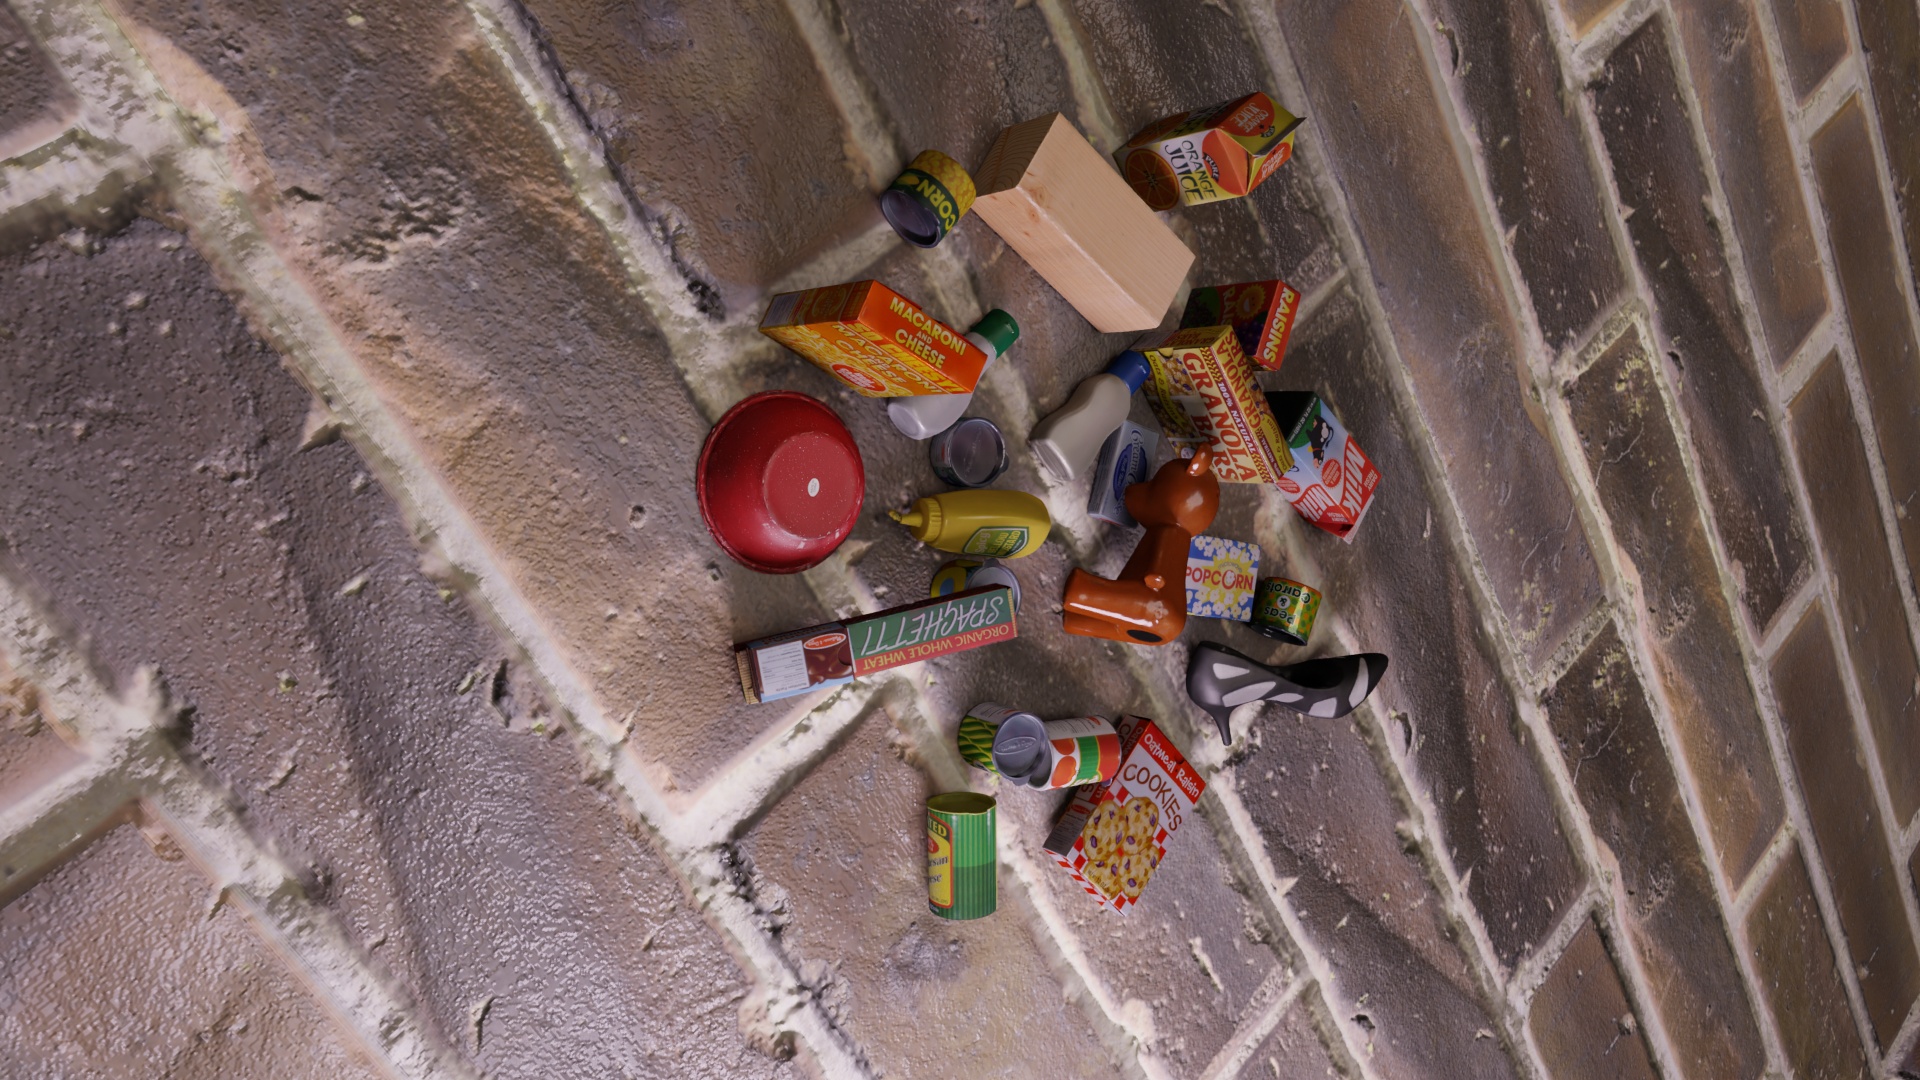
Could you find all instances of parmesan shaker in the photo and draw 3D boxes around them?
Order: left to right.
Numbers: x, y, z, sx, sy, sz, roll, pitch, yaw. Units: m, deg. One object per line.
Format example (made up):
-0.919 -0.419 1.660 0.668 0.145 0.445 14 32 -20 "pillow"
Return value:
0.003 0.295 1.297 0.071 0.071 0.103 -5 97 -34 "parmesan shaker"

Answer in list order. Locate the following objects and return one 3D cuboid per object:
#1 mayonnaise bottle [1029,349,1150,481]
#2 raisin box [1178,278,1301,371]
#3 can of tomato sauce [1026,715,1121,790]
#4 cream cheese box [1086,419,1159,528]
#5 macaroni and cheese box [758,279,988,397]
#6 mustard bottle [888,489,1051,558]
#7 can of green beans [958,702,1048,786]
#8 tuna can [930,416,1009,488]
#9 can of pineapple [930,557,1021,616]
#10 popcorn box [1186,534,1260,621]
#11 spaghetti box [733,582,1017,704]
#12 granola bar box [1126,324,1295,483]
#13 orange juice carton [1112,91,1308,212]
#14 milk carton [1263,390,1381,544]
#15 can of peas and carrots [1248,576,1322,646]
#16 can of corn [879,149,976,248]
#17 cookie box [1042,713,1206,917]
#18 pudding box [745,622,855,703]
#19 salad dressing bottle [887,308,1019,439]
0.132 -0.128 1.373 0.149 0.041 0.064 -49 119 -23 "mayonnaise bottle"
0.280 -0.216 1.417 0.040 0.123 0.086 25 80 -33 "raisin box"
0.105 0.210 1.364 0.083 0.071 0.071 -1 95 -34 "can of tomato sauce"
0.165 -0.068 1.409 0.053 0.024 0.104 18 83 -36 "cream cheese box"
-0.074 -0.165 1.150 0.123 0.166 0.040 29 77 -33 "macaroni and cheese box"
0.005 -0.016 1.280 0.160 0.065 0.049 2 49 -31 "mustard bottle"
0.040 0.191 1.323 0.071 0.058 0.071 -3 96 -34 "can of green beans"
0.009 -0.082 1.295 0.071 0.033 0.071 -3 96 -34 "tuna can"
0.014 0.050 1.294 0.071 0.058 0.071 -3 96 -35 "can of pineapple"
0.258 0.037 1.474 0.127 0.038 0.085 9 90 -35 "popcorn box"
-0.071 0.088 1.215 0.251 0.029 0.050 -13 102 -16 "spaghetti box"
0.251 -0.134 1.403 0.039 0.124 0.165 -43 115 -25 "granola bar box"
0.244 -0.374 1.338 0.072 0.192 0.073 -42 115 -24 "orange juice carton"
0.398 -0.079 1.540 0.190 0.073 0.072 42 71 -30 "milk carton"
0.357 0.077 1.527 0.071 0.071 0.059 27 78 -33 "can of peas and carrots"
-0.027 -0.303 1.230 0.071 0.071 0.058 49 67 -27 "can of corn"
0.172 0.281 1.426 0.122 0.040 0.168 49 67 -33 "cookie box"
-0.134 0.102 1.163 0.084 0.030 0.049 -12 100 -16 "pudding box"
-0.004 -0.155 1.275 0.148 0.044 0.064 -46 115 -24 "salad dressing bottle"
